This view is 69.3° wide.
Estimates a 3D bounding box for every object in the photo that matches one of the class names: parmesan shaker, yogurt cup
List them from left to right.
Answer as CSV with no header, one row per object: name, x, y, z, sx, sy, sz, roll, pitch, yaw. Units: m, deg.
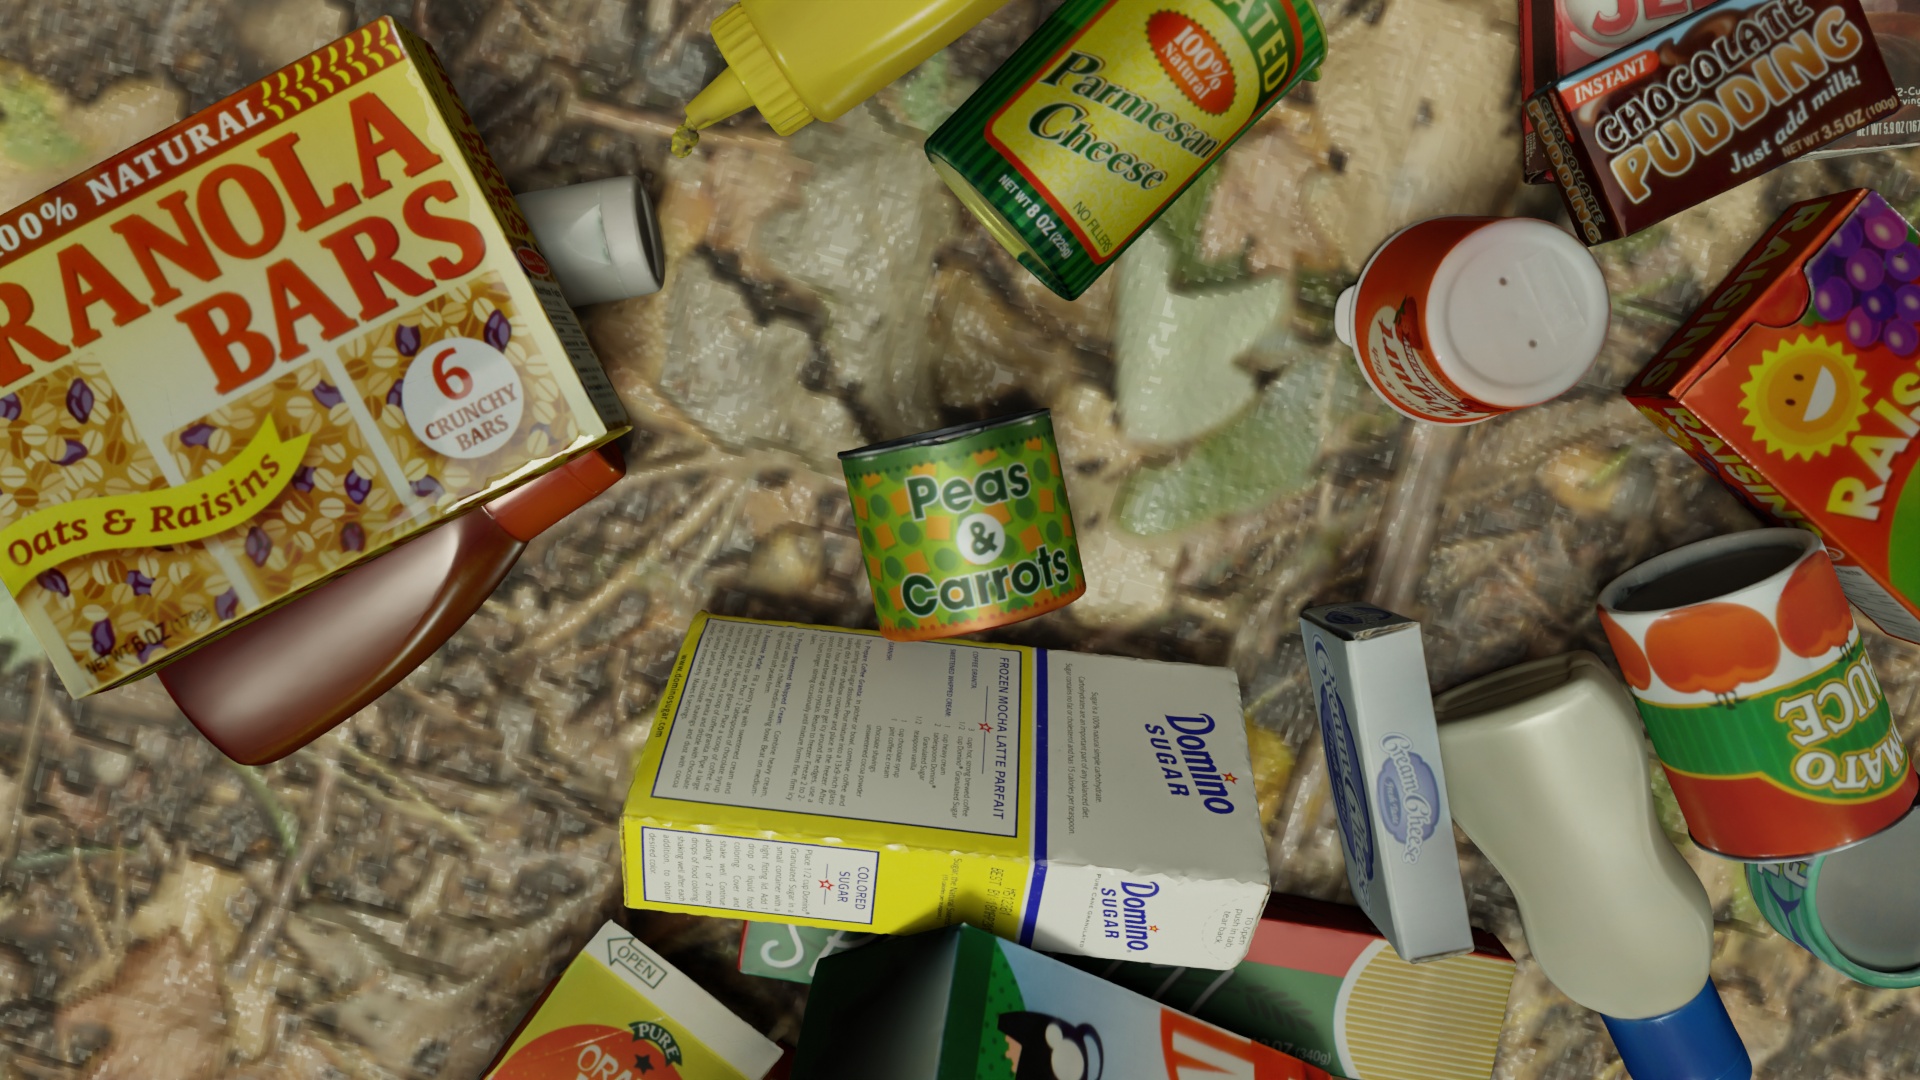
parmesan shaker,0.049,-0.127,0.412,0.103,0.071,0.071,-45,94,4
yogurt cup,0.159,-0.068,0.424,0.072,0.054,0.072,0,96,-1

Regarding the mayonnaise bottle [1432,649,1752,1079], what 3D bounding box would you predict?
mayonnaise bottle,0.205,0.111,0.445,0.064,0.041,0.148,-25,97,28

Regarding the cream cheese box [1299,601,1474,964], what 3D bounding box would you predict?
cream cheese box,0.133,0.073,0.438,0.024,0.053,0.103,-12,96,-1

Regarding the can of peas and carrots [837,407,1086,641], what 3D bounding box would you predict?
can of peas and carrots,0.002,-0.005,0.420,0.071,0.071,0.058,-13,96,1

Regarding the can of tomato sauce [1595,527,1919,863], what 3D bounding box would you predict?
can of tomato sauce,0.246,0.046,0.428,0.071,0.071,0.083,-25,95,2

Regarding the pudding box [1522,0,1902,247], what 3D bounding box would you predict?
pudding box,0.210,-0.124,0.392,0.084,0.030,0.049,-25,95,5

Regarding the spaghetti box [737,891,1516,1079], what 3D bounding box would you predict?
spaghetti box,0.053,0.135,0.456,0.250,0.029,0.050,10,95,-2

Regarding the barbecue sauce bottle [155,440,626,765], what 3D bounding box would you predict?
barbecue sauce bottle,-0.176,0.006,0.434,0.148,0.044,0.065,-34,94,2

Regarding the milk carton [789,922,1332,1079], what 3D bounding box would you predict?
milk carton,0.047,0.181,0.408,0.190,0.072,0.074,30,52,-28

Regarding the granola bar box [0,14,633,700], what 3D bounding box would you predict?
granola bar box,-0.195,-0.049,0.386,0.165,0.039,0.124,-26,97,2

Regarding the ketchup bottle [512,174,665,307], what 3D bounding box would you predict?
ketchup bottle,-0.168,-0.081,0.426,0.149,0.043,0.064,-10,98,0

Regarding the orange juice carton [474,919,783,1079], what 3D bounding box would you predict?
orange juice carton,-0.141,0.213,0.440,0.072,0.073,0.192,38,94,-4

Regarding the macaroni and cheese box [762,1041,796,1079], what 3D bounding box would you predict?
macaroni and cheese box,-0.020,0.226,0.395,0.124,0.166,0.040,35,95,-4

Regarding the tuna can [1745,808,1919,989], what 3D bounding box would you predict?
tuna can,0.295,0.108,0.453,0.071,0.033,0.071,0,96,-1

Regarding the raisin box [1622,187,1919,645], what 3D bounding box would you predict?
raisin box,0.287,-0.037,0.436,0.123,0.040,0.086,41,95,-3

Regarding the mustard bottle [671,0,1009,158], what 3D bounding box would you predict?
mustard bottle,-0.023,-0.164,0.410,0.160,0.065,0.048,-33,99,7
